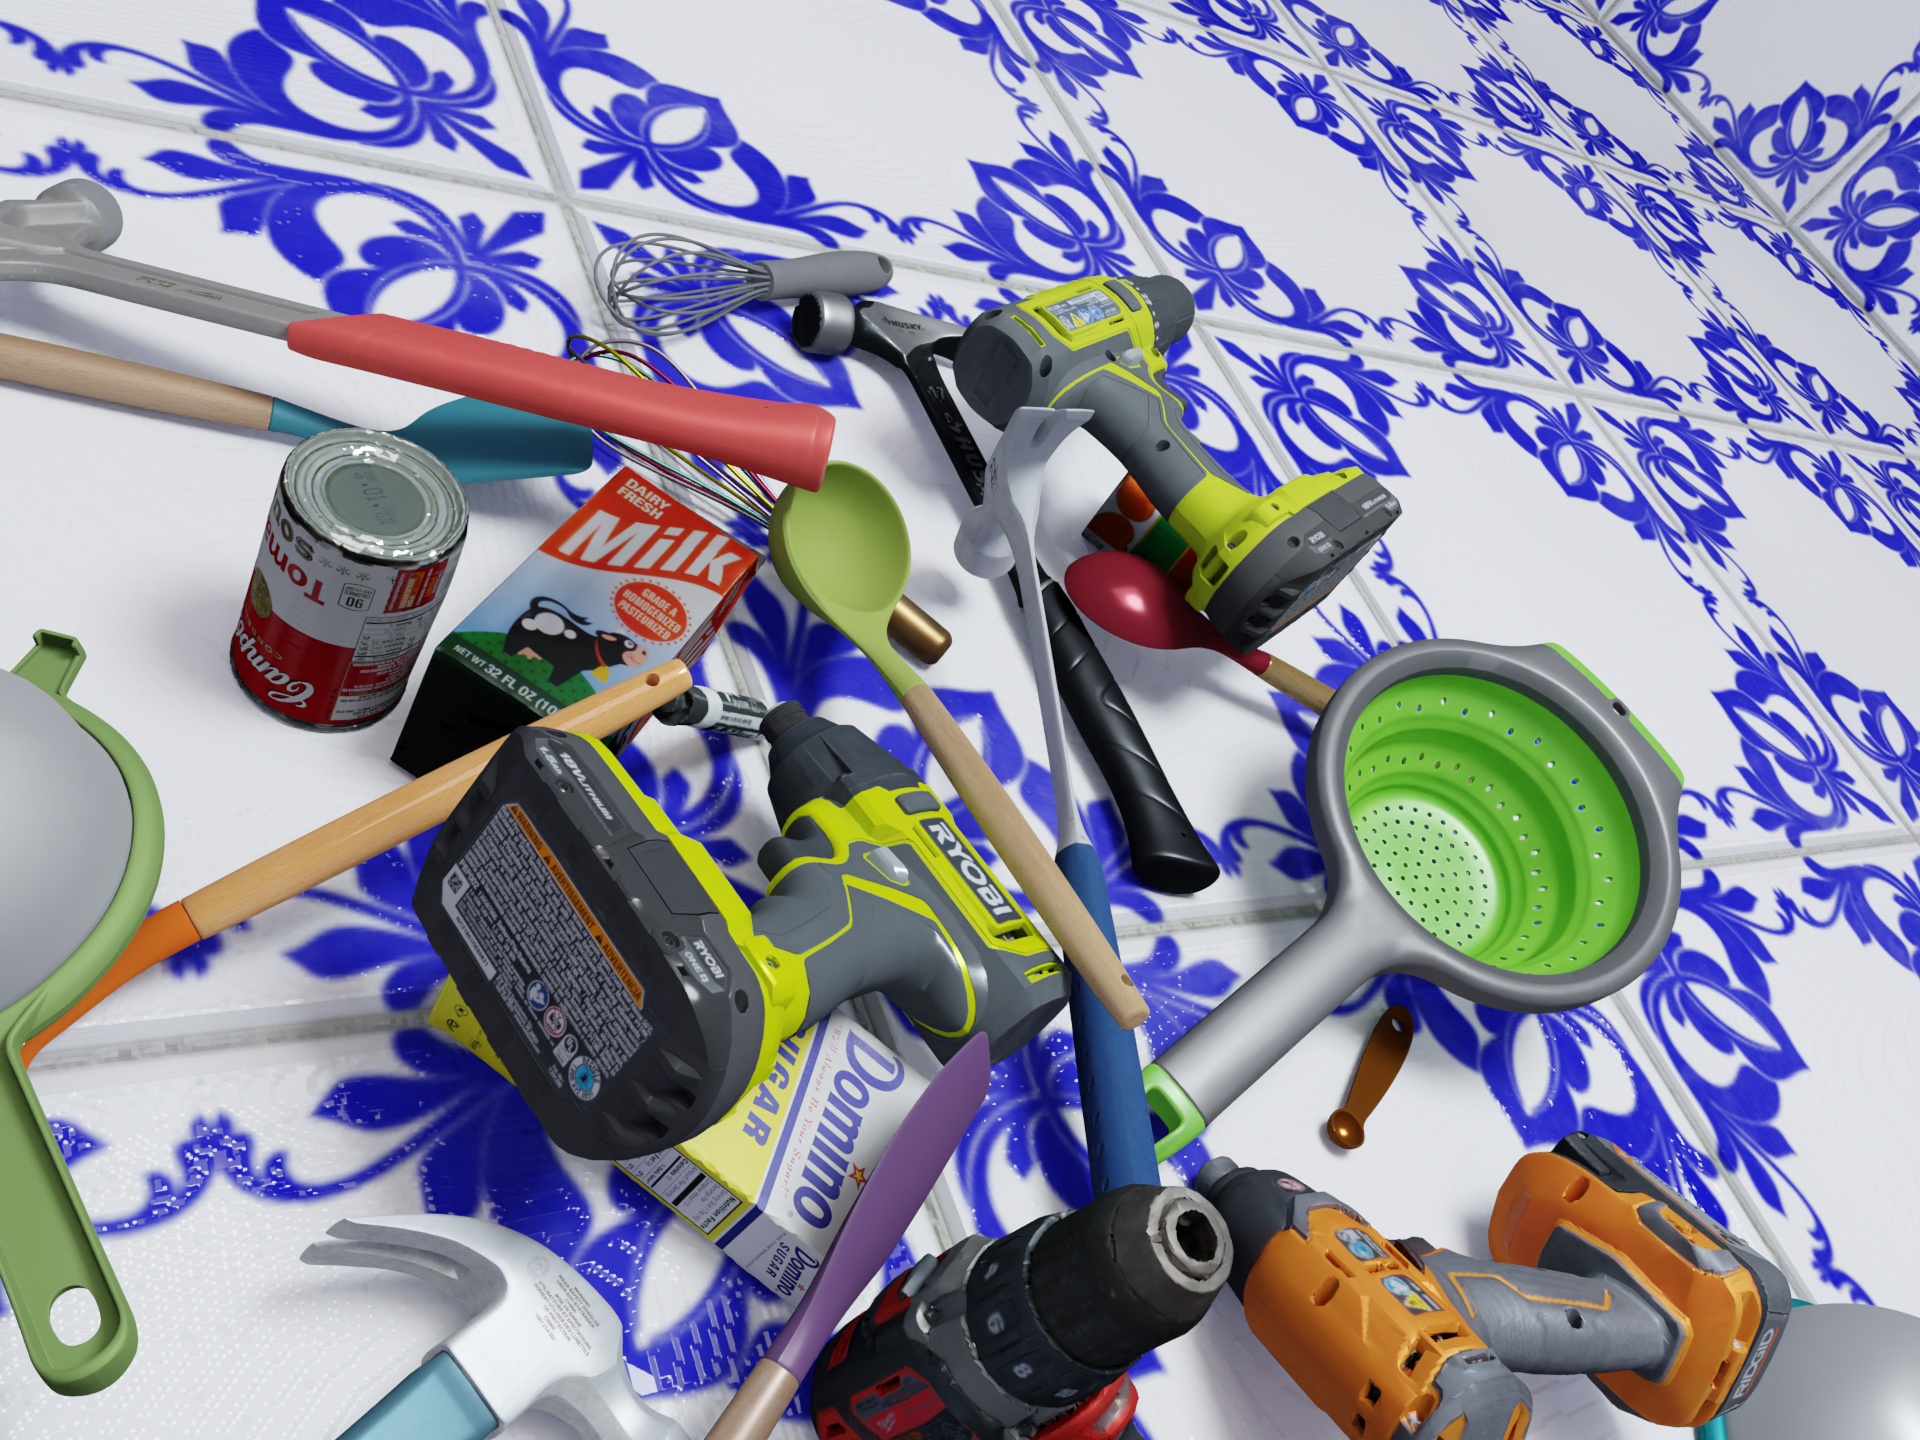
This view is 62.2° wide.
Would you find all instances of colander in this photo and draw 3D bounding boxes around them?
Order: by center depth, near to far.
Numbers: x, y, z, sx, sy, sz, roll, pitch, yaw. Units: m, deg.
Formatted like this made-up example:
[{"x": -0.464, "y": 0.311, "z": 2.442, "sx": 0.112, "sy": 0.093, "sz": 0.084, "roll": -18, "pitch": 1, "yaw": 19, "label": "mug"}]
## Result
[{"x": 0.203, "y": 0.104, "z": 0.802, "sx": 0.397, "sy": 0.094, "sz": 0.204, "roll": -33, "pitch": 75, "yaw": -29, "label": "colander"}]

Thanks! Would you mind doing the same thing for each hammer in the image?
[{"x": -0.202, "y": 0.233, "z": 0.376, "sx": 0.128, "sy": 0.033, "sz": 0.331, "roll": 52, "pitch": 34, "yaw": 5, "label": "hammer"}, {"x": -0.231, "y": -0.152, "z": 0.673, "sx": 0.359, "sy": 0.036, "sz": 0.149, "roll": 13, "pitch": 31, "yaw": -10, "label": "hammer"}, {"x": 0.049, "y": 0.046, "z": 0.695, "sx": 0.035, "sy": 0.144, "sz": 0.406, "roll": -1, "pitch": 63, "yaw": -14, "label": "hammer"}, {"x": 0.039, "y": -0.083, "z": 0.881, "sx": 0.149, "sy": 0.036, "sz": 0.409, "roll": -2, "pitch": 55, "yaw": -38, "label": "hammer"}]

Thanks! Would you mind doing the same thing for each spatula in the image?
[{"x": -0.070, "y": 0.220, "z": 0.483, "sx": 0.018, "sy": 0.059, "sz": 0.316, "roll": 21, "pitch": 51, "yaw": 23, "label": "spatula"}, {"x": -0.229, "y": 0.050, "z": 0.519, "sx": 0.322, "sy": 0.041, "sz": 0.081, "roll": -29, "pitch": 69, "yaw": -25, "label": "spatula"}, {"x": -0.319, "y": -0.146, "z": 0.674, "sx": 0.317, "sy": 0.044, "sz": 0.082, "roll": 8, "pitch": 42, "yaw": -28, "label": "spatula"}]

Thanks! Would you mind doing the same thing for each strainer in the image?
[{"x": -0.287, "y": 0.064, "z": 0.435, "sx": 0.151, "sy": 0.069, "sz": 0.257, "roll": -26, "pitch": 59, "yaw": -28, "label": "strainer"}, {"x": 0.451, "y": 0.402, "z": 0.687, "sx": 0.211, "sy": 0.095, "sz": 0.341, "roll": 23, "pitch": 42, "yaw": -17, "label": "strainer"}]

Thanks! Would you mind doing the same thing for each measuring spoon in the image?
[{"x": 0.202, "y": 0.174, "z": 0.784, "sx": 0.021, "sy": 0.011, "sz": 0.117, "roll": 44, "pitch": 38, "yaw": 6, "label": "measuring spoon"}]

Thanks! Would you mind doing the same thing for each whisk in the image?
[{"x": -0.103, "y": -0.111, "z": 0.799, "sx": 0.245, "sy": 0.047, "sz": 0.051, "roll": 39, "pitch": 39, "yaw": -4, "label": "whisk"}, {"x": -0.117, "y": -0.257, "z": 0.922, "sx": 0.055, "sy": 0.055, "sz": 0.239, "roll": 50, "pitch": 38, "yaw": 13, "label": "whisk"}]

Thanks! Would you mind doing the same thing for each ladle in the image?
[{"x": -0.001, "y": -0.002, "z": 0.681, "sx": 0.078, "sy": 0.062, "sz": 0.320, "roll": 10, "pitch": 34, "yaw": -43, "label": "ladle"}, {"x": 0.191, "y": -0.020, "z": 0.913, "sx": 0.315, "sy": 0.031, "sz": 0.069, "roll": 27, "pitch": 41, "yaw": -26, "label": "ladle"}]

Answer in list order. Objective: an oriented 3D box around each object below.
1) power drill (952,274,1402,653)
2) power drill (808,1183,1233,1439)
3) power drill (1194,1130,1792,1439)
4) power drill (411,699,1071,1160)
[{"x": 0.128, "y": -0.160, "z": 0.884, "sx": 0.228, "sy": 0.080, "sz": 0.190, "roll": 47, "pitch": 44, "yaw": 12, "label": "power drill"}, {"x": 0.072, "y": 0.248, "z": 0.491, "sx": 0.227, "sy": 0.188, "sz": 0.080, "roll": 46, "pitch": 42, "yaw": 3, "label": "power drill"}, {"x": 0.214, "y": 0.232, "z": 0.666, "sx": 0.226, "sy": 0.084, "sz": 0.164, "roll": 5, "pitch": 20, "yaw": -32, "label": "power drill"}, {"x": -0.071, "y": 0.061, "z": 0.571, "sx": 0.171, "sy": 0.080, "sz": 0.223, "roll": 51, "pitch": 25, "yaw": 20, "label": "power drill"}]
